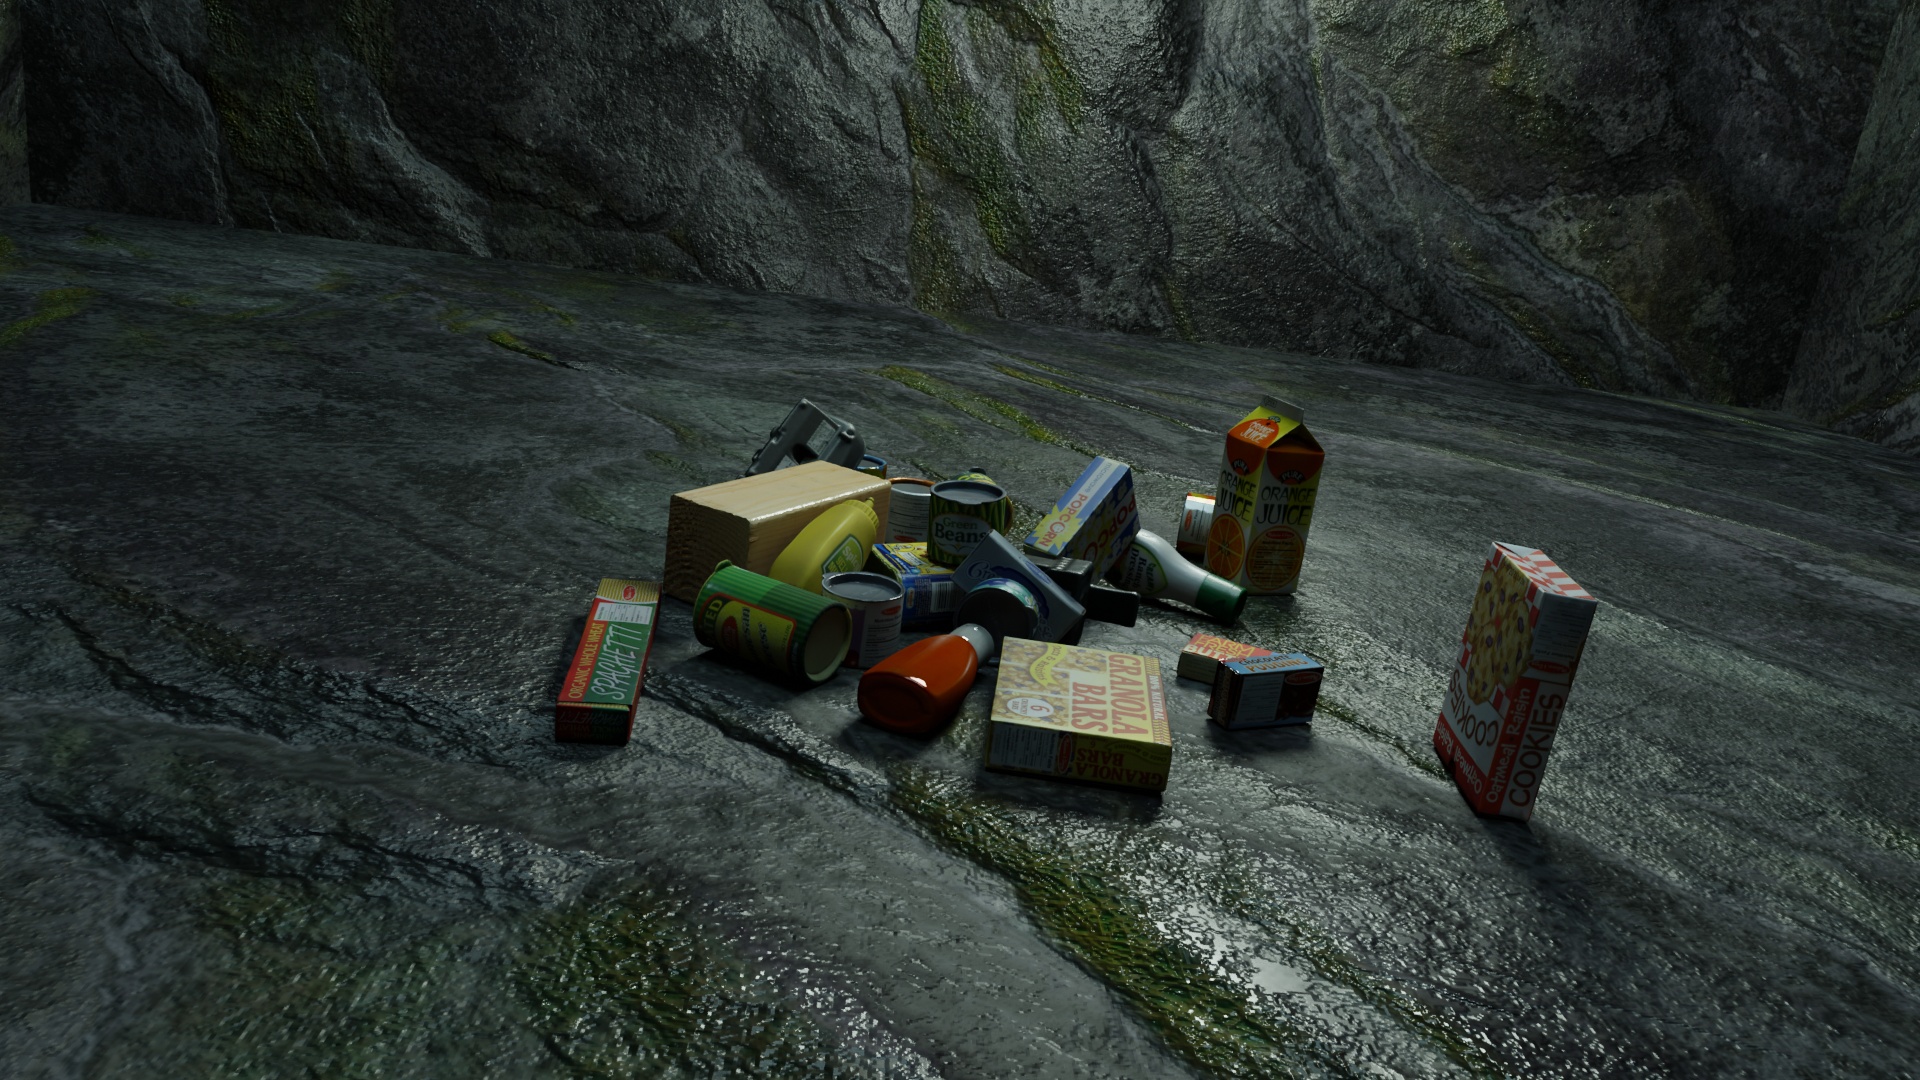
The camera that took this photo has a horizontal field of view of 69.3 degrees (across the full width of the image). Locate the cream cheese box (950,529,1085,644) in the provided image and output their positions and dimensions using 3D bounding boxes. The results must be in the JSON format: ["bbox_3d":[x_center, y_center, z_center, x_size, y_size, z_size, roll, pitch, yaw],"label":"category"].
[{"bbox_3d":[0.047,0.044,1.149,0.104,0.053,0.024,42,17,3],"label":"cream cheese box"}]

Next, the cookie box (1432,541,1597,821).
[{"bbox_3d":[0.393,0.099,0.998,0.040,0.166,0.123,11,16,1],"label":"cookie box"}]

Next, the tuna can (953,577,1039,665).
[{"bbox_3d":[0.032,0.064,1.125,0.071,0.071,0.033,11,16,12],"label":"tuna can"}]

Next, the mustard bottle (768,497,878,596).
[{"bbox_3d":[-0.107,0.008,1.176,0.049,0.065,0.161,5,40,25],"label":"mustard bottle"}]

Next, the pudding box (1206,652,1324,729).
[{"bbox_3d":[0.236,0.117,1.073,0.084,0.049,0.030,-1,20,-26],"label":"pudding box"}]

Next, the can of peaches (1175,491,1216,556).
[{"bbox_3d":[0.268,-0.016,1.500,0.058,0.071,0.071,11,17,13],"label":"can of peaches"}]

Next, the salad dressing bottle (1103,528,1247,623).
[{"bbox_3d":[0.199,0.034,1.321,0.148,0.064,0.044,24,28,25],"label":"salad dressing bottle"}]

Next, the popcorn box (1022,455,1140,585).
[{"bbox_3d":[0.113,-0.005,1.268,0.038,0.084,0.127,22,56,32],"label":"popcorn box"}]

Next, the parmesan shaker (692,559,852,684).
[{"bbox_3d":[-0.142,0.061,1.054,0.103,0.071,0.071,16,18,27],"label":"parmesan shaker"}]

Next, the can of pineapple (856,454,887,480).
[{"bbox_3d":[-0.112,-0.059,1.490,0.071,0.057,0.071,7,16,-2],"label":"can of pineapple"}]

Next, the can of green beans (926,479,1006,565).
[{"bbox_3d":[0.005,-0.016,1.194,0.071,0.057,0.071,4,18,-1],"label":"can of green beans"}]

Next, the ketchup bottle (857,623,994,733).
[{"bbox_3d":[-0.018,0.098,1.035,0.065,0.043,0.149,15,18,20],"label":"ketchup bottle"}]

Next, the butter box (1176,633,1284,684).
[{"bbox_3d":[0.236,0.106,1.152,0.103,0.024,0.053,14,18,21],"label":"butter box"}]

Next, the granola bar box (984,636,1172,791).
[{"bbox_3d":[0.085,0.123,1.005,0.124,0.039,0.166,8,16,3],"label":"granola bar box"}]

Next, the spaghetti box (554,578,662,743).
[{"bbox_3d":[-0.253,0.081,1.013,0.050,0.028,0.251,5,17,-9],"label":"spaghetti box"}]

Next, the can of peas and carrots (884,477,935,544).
[{"bbox_3d":[-0.050,-0.029,1.417,0.071,0.058,0.071,7,16,-2],"label":"can of peas and carrots"}]

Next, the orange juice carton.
[{"bbox_3d":[0.307,-0.047,1.399,0.073,0.192,0.072,1,16,-23],"label":"orange juice carton"}]

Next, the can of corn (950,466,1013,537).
[{"bbox_3d":[0.018,-0.035,1.446,0.071,0.071,0.058,3,18,-16],"label":"can of corn"}]

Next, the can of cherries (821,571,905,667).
[{"bbox_3d":[-0.081,0.062,1.103,0.071,0.058,0.072,6,17,-2],"label":"can of cherries"}]
